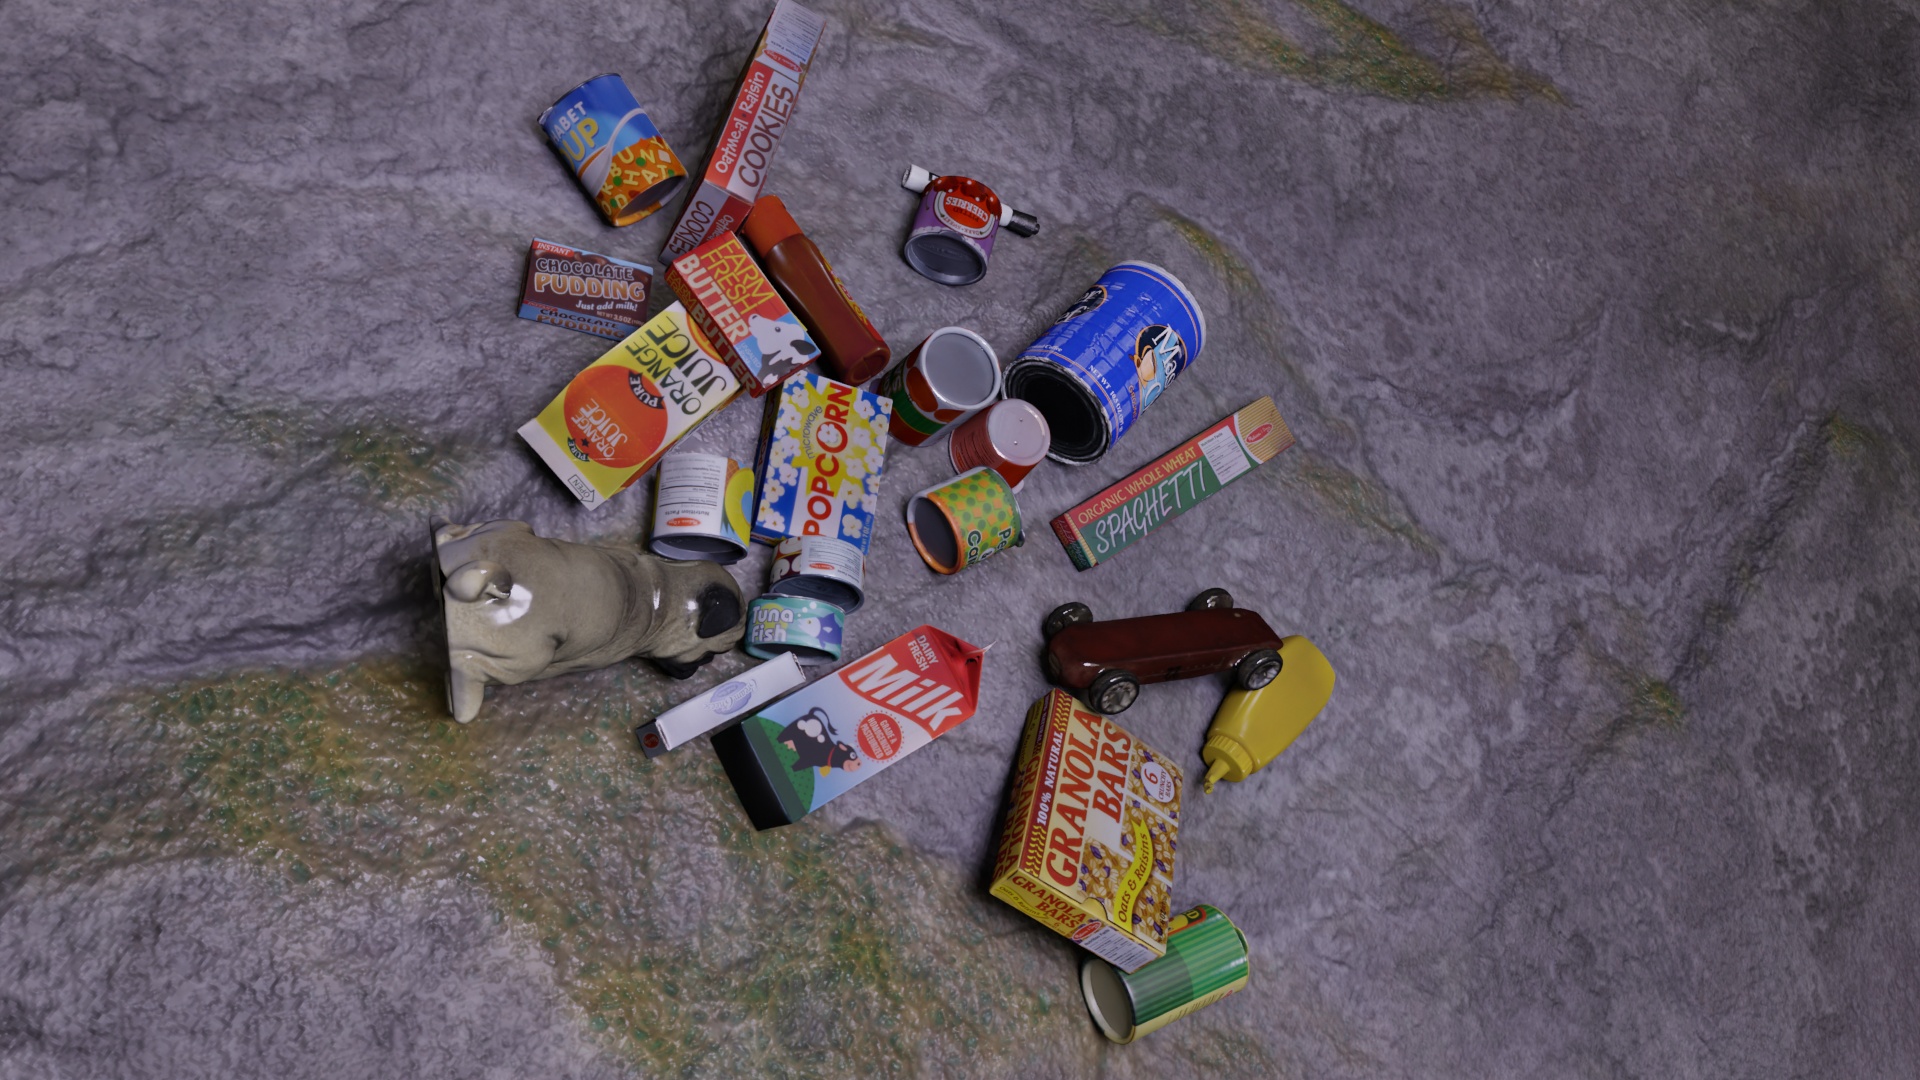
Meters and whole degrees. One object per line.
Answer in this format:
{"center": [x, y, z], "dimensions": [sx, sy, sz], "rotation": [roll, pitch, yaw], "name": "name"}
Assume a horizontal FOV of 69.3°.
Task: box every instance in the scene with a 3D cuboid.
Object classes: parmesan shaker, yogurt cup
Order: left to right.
{"center": [0.032, -0.074, 1.059], "dimensions": [0.072, 0.053, 0.072], "rotation": [8, 70, -24], "name": "yogurt cup"}
{"center": [0.146, 0.307, 0.988], "dimensions": [0.103, 0.071, 0.071], "rotation": [-13, 81, -29], "name": "parmesan shaker"}

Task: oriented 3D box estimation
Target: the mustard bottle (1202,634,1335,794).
{"center": [0.233, 0.143, 1.097], "dimensions": [0.161, 0.048, 0.065], "rotation": [-42, 95, -30], "name": "mustard bottle"}

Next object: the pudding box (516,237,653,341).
{"center": [-0.257, -0.171, 0.954], "dimensions": [0.084, 0.030, 0.050], "rotation": [12, 69, -24], "name": "pudding box"}

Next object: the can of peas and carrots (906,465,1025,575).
{"center": [0.004, -0.013, 1.017], "dimensions": [0.059, 0.070, 0.071], "rotation": [-25, 87, -30], "name": "can of peas and carrots"}

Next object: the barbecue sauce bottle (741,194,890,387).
{"center": [-0.109, -0.184, 1.019], "dimensions": [0.044, 0.065, 0.148], "rotation": [-34, 82, -2], "name": "barbecue sauce bottle"}

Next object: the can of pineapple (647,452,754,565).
{"center": [-0.173, -0.020, 0.932], "dimensions": [0.071, 0.070, 0.058], "rotation": [11, 70, -24], "name": "can of pineapple"}

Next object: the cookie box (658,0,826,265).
{"center": [-0.155, -0.282, 0.987], "dimensions": [0.040, 0.122, 0.168], "rotation": [24, 65, -18], "name": "cookie box"}

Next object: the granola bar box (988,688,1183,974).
{"center": [0.094, 0.201, 0.979], "dimensions": [0.124, 0.039, 0.166], "rotation": [33, 40, -14], "name": "granola bar box"}

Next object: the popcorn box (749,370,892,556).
{"center": [-0.102, -0.052, 0.992], "dimensions": [0.085, 0.038, 0.127], "rotation": [16, 68, -21], "name": "popcorn box"}

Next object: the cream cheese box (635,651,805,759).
{"center": [-0.157, 0.107, 0.906], "dimensions": [0.104, 0.053, 0.024], "rotation": [-26, 90, -31], "name": "cream cheese box"}

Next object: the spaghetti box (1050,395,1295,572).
{"center": [0.178, -0.049, 1.140], "dimensions": [0.251, 0.028, 0.050], "rotation": [-30, 89, -31], "name": "spaghetti box"}

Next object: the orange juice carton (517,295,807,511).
{"center": [-0.202, -0.103, 0.937], "dimensions": [0.072, 0.072, 0.193], "rotation": [49, 60, -6], "name": "orange juice carton"}

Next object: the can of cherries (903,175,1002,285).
{"center": [-0.004, -0.242, 1.082], "dimensions": [0.071, 0.071, 0.058], "rotation": [24, 65, -19], "name": "can of cherries"}

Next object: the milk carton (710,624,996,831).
{"center": [-0.063, 0.116, 0.940], "dimensions": [0.191, 0.072, 0.073], "rotation": [-27, 88, -31], "name": "milk carton"}

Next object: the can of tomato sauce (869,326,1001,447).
{"center": [-0.019, -0.114, 1.028], "dimensions": [0.071, 0.083, 0.071], "rotation": [8, 71, -25], "name": "can of tomato sauce"}

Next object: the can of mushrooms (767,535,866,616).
{"center": [-0.099, 0.026, 0.954], "dimensions": [0.071, 0.070, 0.033], "rotation": [14, 58, -23], "name": "can of mushrooms"}

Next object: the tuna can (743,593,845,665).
{"center": [-0.113, 0.060, 0.933], "dimensions": [0.071, 0.071, 0.033], "rotation": [13, 70, -23], "name": "tuna can"}

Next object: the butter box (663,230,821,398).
{"center": [-0.145, -0.150, 0.922], "dimensions": [0.053, 0.024, 0.103], "rotation": [-39, 94, -31], "name": "butter box"}

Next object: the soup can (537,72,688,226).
{"center": [-0.243, -0.271, 0.971], "dimensions": [0.072, 0.071, 0.083], "rotation": [-37, 93, -31], "name": "soup can"}
